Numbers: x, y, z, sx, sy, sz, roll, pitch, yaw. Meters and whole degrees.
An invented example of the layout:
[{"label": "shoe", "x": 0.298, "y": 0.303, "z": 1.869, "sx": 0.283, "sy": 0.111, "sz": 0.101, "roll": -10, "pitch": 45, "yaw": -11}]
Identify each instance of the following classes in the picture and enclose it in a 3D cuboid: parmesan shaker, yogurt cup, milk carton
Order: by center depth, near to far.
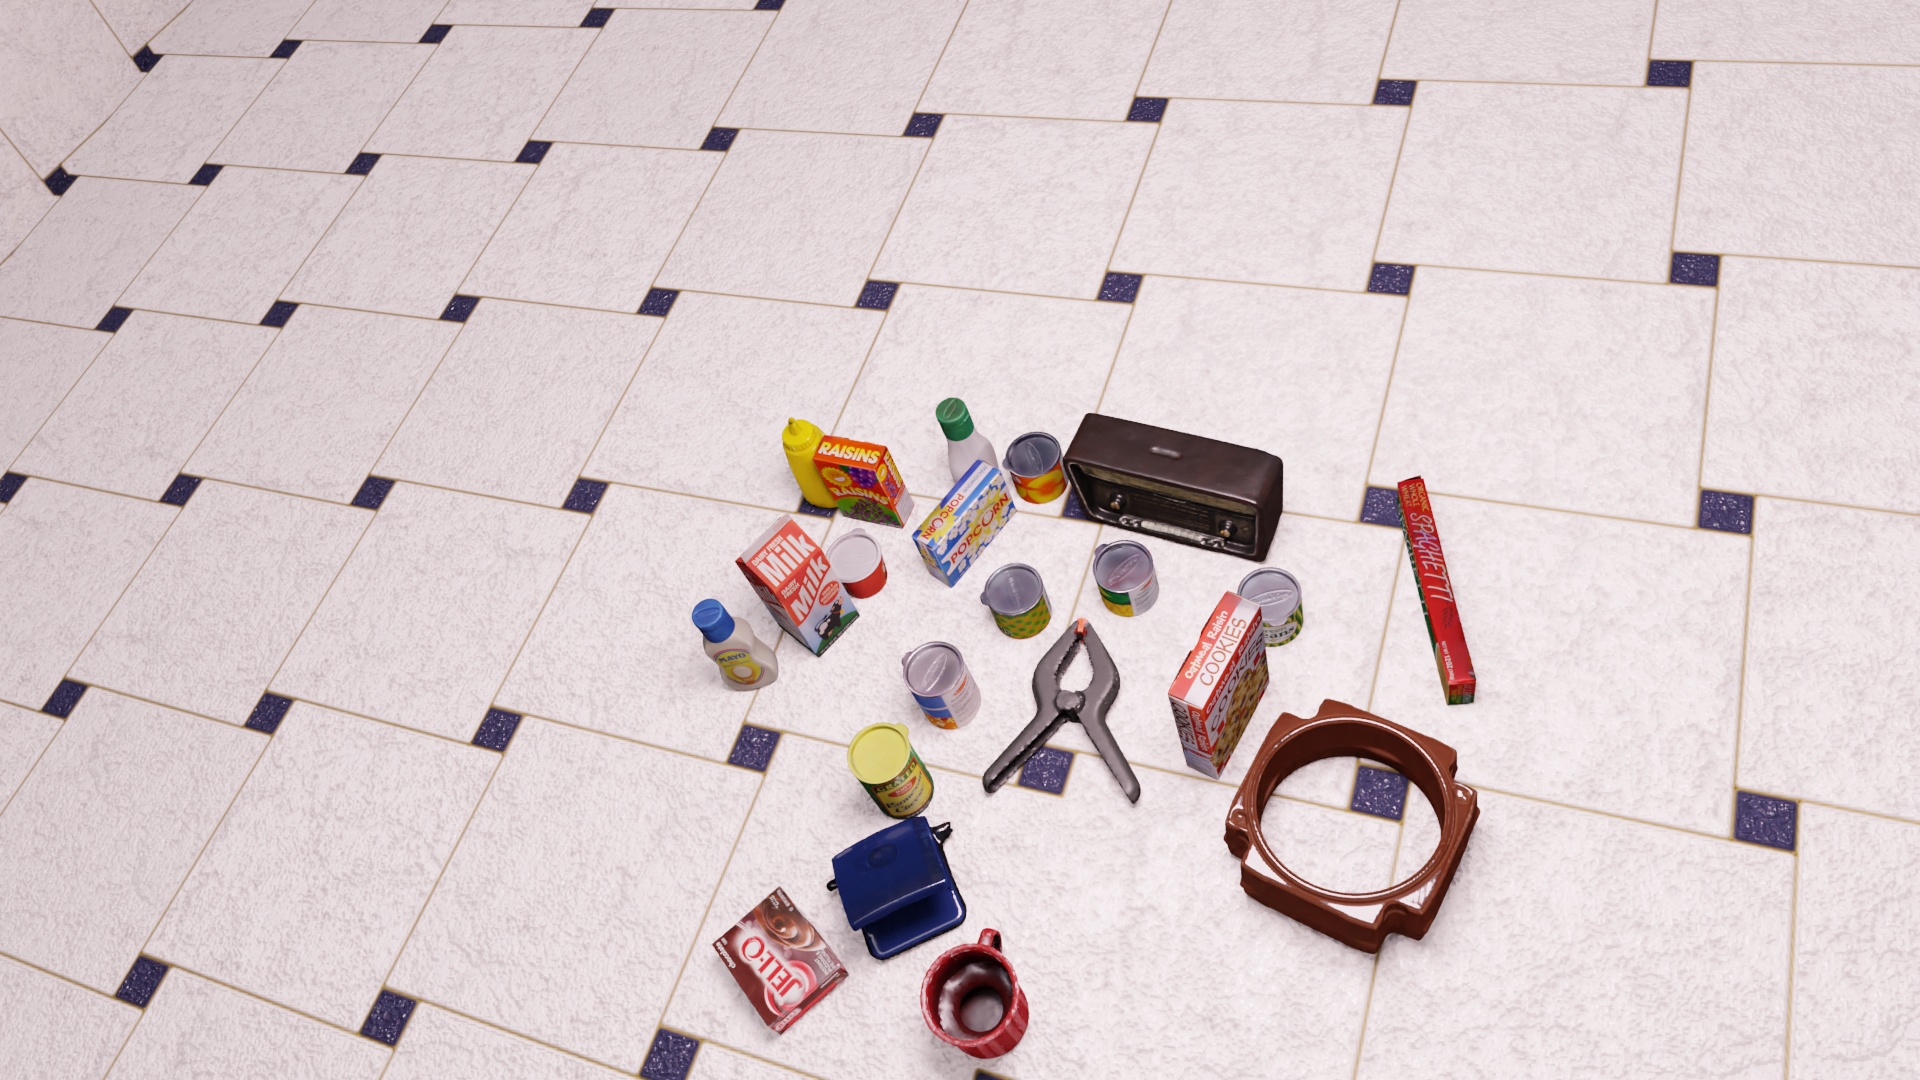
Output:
[{"label": "parmesan shaker", "x": -0.068, "y": 0.237, "z": 1.432, "sx": 0.071, "sy": 0.102, "sz": 0.071, "roll": -8, "pitch": 56, "yaw": 12}, {"label": "milk carton", "x": -0.185, "y": 0.044, "z": 1.541, "sx": 0.073, "sy": 0.189, "sz": 0.072, "roll": 34, "pitch": 72, "yaw": 32}, {"label": "yogurt cup", "x": -0.118, "y": 0.031, "z": 1.614, "sx": 0.072, "sy": 0.053, "sz": 0.073, "roll": -8, "pitch": 56, "yaw": 11}]

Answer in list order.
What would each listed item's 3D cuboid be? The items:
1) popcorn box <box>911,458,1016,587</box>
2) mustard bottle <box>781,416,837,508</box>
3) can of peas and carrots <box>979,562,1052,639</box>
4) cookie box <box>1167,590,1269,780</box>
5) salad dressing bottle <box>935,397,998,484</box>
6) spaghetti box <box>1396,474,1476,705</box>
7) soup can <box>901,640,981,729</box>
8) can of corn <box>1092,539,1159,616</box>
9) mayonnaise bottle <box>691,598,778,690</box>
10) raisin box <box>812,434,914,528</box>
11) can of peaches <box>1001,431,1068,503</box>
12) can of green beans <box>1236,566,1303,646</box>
[{"label": "popcorn box", "x": 0.006, "y": -0.020, "z": 1.593, "sx": 0.038, "sy": 0.085, "sz": 0.127, "roll": 30, "pitch": 70, "yaw": 30}, {"label": "mustard bottle", "x": -0.178, "y": -0.102, "z": 1.654, "sx": 0.049, "sy": 0.159, "sz": 0.065, "roll": 1, "pitch": 58, "yaw": 17}, {"label": "can of peas and carrots", "x": 0.062, "y": 0.068, "z": 1.534, "sx": 0.071, "sy": 0.058, "sz": 0.071, "roll": -8, "pitch": 56, "yaw": 11}, {"label": "cookie box", "x": 0.255, "y": 0.144, "z": 1.361, "sx": 0.040, "sy": 0.166, "sz": 0.123, "roll": 22, "pitch": 66, "yaw": 27}, {"label": "salad dressing bottle", "x": 0.007, "y": -0.108, "z": 1.613, "sx": 0.044, "sy": 0.147, "sz": 0.064, "roll": 18, "pitch": 64, "yaw": 26}, {"label": "spaghetti box", "x": 0.488, "y": 0.048, "z": 1.429, "sx": 0.028, "sy": 0.050, "sz": 0.251, "roll": -9, "pitch": 55, "yaw": 11}, {"label": "soup can", "x": -0.021, "y": 0.155, "z": 1.485, "sx": 0.071, "sy": 0.083, "sz": 0.072, "roll": -8, "pitch": 56, "yaw": 12}, {"label": "can of corn", "x": 0.180, "y": 0.041, "z": 1.518, "sx": 0.071, "sy": 0.058, "sz": 0.071, "roll": -8, "pitch": 56, "yaw": 11}, {"label": "mayonnaise bottle", "x": -0.253, "y": 0.116, "z": 1.539, "sx": 0.065, "sy": 0.147, "sz": 0.041, "roll": -14, "pitch": 55, "yaw": 7}, {"label": "raisin box", "x": -0.113, "y": -0.069, "z": 1.636, "sx": 0.086, "sy": 0.123, "sz": 0.040, "roll": 12, "pitch": 62, "yaw": 23}, {"label": "can of peaches", "x": 0.088, "y": -0.084, "z": 1.628, "sx": 0.071, "sy": 0.057, "sz": 0.071, "roll": -8, "pitch": 56, "yaw": 11}, {"label": "can of green beans", "x": 0.325, "y": 0.070, "z": 1.457, "sx": 0.071, "sy": 0.057, "sz": 0.071, "roll": -8, "pitch": 56, "yaw": 11}]
